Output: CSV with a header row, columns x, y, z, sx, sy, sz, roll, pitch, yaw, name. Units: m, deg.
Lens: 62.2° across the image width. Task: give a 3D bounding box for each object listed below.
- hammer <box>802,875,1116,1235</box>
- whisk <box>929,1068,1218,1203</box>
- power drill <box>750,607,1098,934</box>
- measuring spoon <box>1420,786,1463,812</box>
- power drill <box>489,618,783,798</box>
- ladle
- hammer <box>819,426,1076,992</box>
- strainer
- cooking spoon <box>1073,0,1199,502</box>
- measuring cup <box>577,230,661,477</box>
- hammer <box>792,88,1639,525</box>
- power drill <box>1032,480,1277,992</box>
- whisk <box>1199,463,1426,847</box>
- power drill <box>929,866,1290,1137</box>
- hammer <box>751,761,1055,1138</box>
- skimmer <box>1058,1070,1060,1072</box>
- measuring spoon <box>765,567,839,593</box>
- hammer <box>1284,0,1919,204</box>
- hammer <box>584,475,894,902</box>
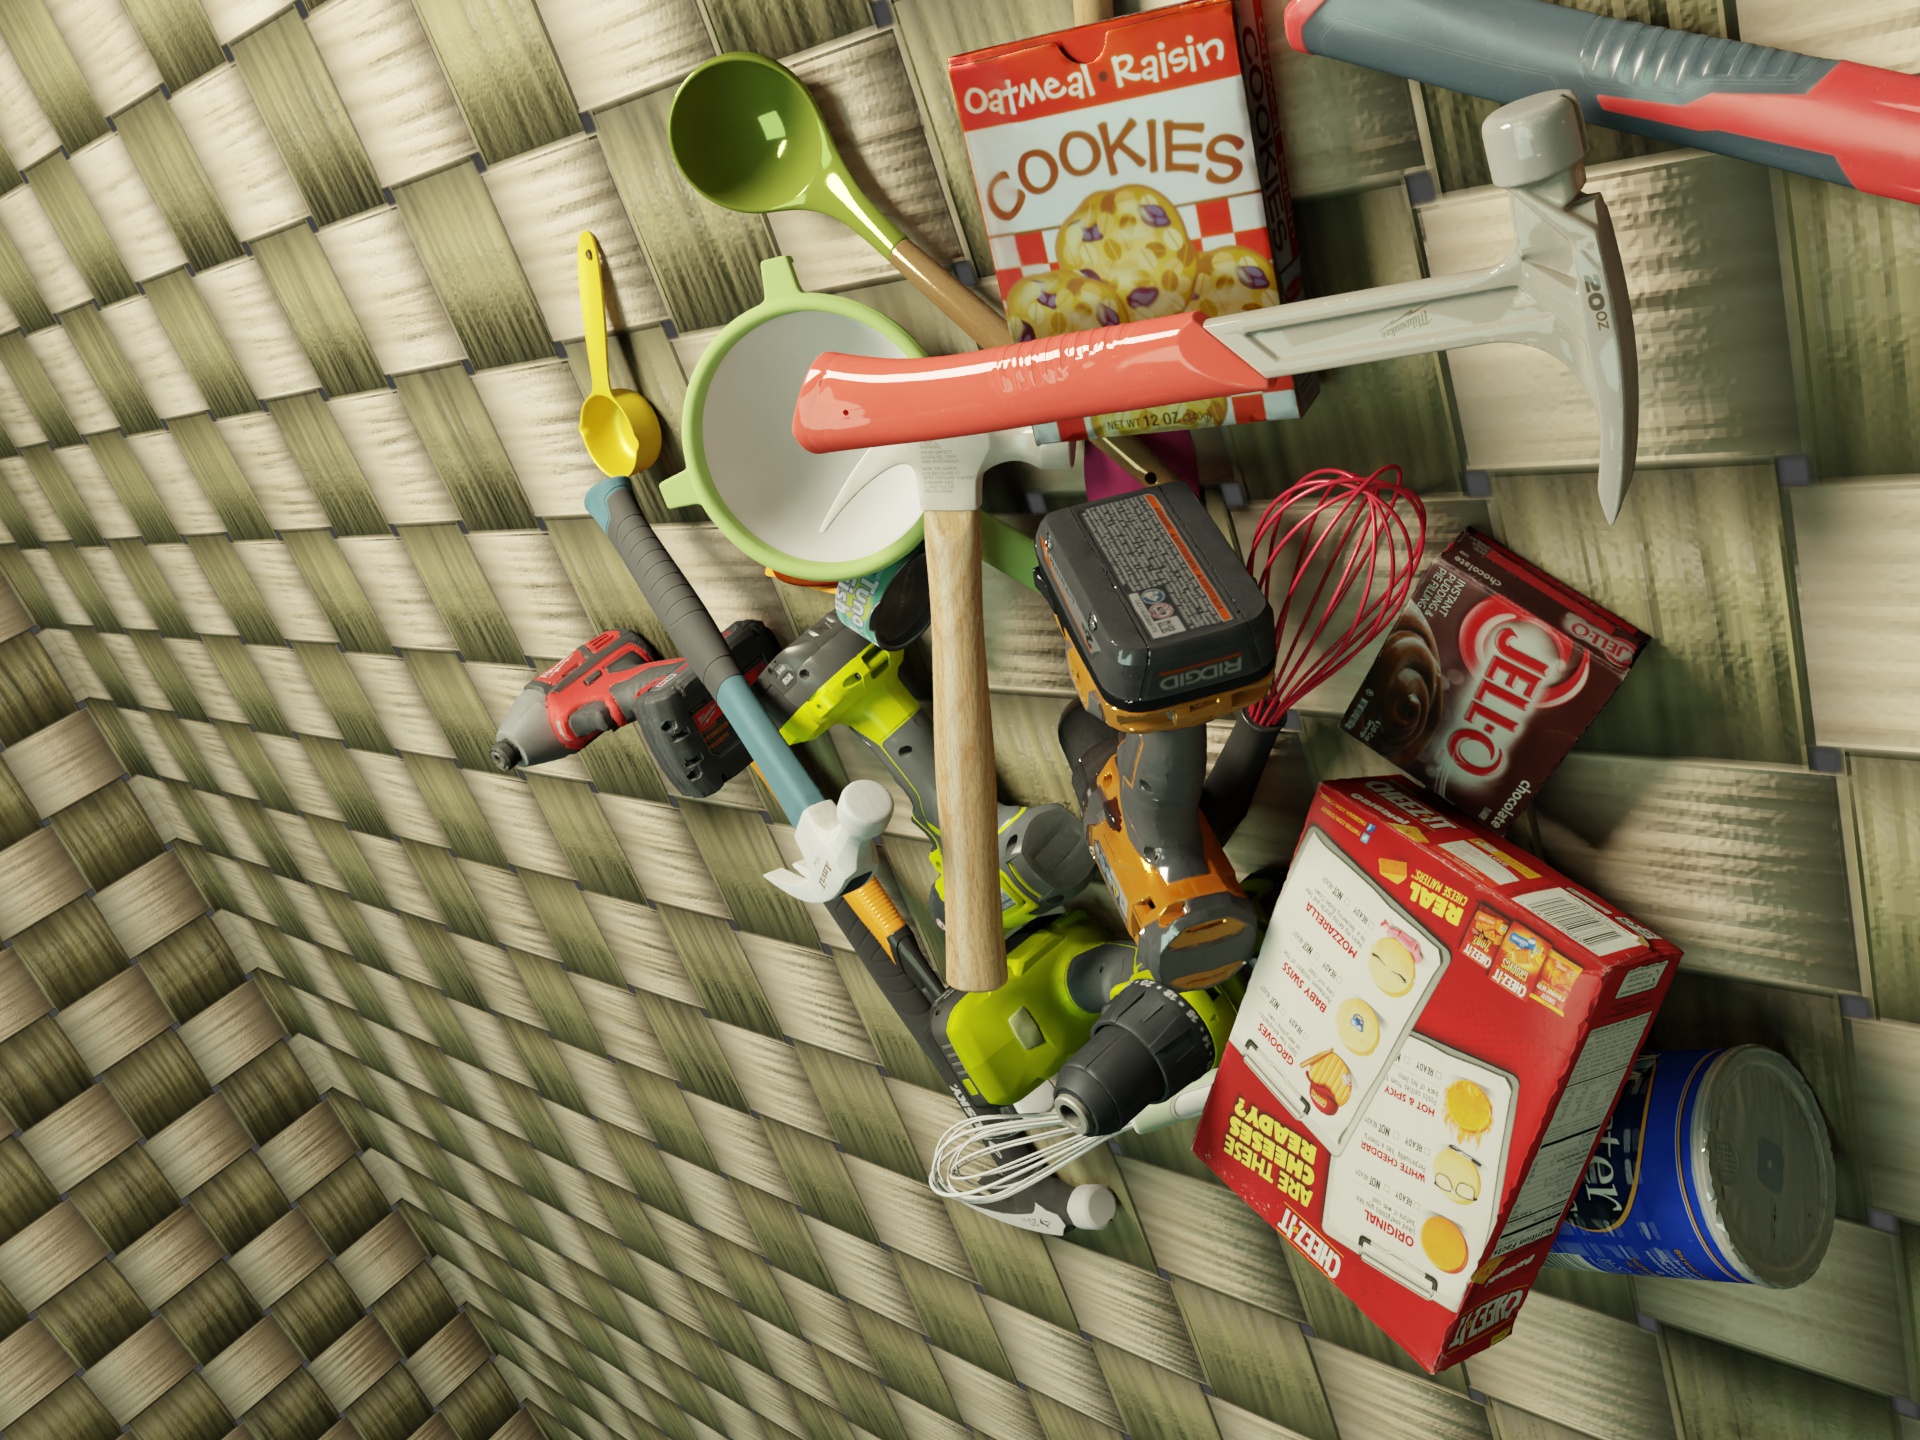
x,y,z,sx,sy,sz,roll,pitch,yaw,name
-0.018,0.244,1.192,0.146,0.035,0.334,-21,104,52,hammer
0.095,0.236,0.942,0.246,0.059,0.057,-21,105,9,whisk
-0.032,0.041,0.997,0.223,0.080,0.171,49,148,-1,power drill
0.223,0.058,0.790,0.042,0.021,0.128,51,136,19,measuring spoon
-0.227,-0.009,1.108,0.220,0.143,0.078,2,125,43,power drill
-0.018,-0.209,0.766,0.320,0.062,0.078,44,125,13,ladle
-0.001,-0.003,0.848,0.130,0.031,0.331,1,112,10,hammer
-0.023,-0.129,0.858,0.256,0.069,0.151,30,113,0,strainer
0.070,-0.206,0.719,0.069,0.017,0.318,20,135,35,cooking spoon
-0.220,-0.232,1.012,0.062,0.029,0.156,19,121,37,measuring cup
0.080,-0.136,0.646,0.359,0.037,0.149,-2,121,36,hammer
0.086,-0.004,0.770,0.186,0.084,0.226,-112,10,-46,power drill
0.151,-0.015,0.766,0.073,0.073,0.295,37,147,18,whisk
0.080,0.163,0.888,0.080,0.190,0.228,59,148,-5,power drill
-0.053,0.141,1.104,0.337,0.034,0.127,54,158,10,hammer
0.128,0.269,1.008,0.363,0.090,0.127,10,159,45,skimmer
-0.086,-0.089,0.973,0.117,0.021,0.011,19,118,52,measuring spoon
0.278,-0.174,0.506,0.387,0.038,0.143,28,140,29,hammer
-0.144,-0.030,0.959,0.331,0.033,0.128,54,145,25,hammer
